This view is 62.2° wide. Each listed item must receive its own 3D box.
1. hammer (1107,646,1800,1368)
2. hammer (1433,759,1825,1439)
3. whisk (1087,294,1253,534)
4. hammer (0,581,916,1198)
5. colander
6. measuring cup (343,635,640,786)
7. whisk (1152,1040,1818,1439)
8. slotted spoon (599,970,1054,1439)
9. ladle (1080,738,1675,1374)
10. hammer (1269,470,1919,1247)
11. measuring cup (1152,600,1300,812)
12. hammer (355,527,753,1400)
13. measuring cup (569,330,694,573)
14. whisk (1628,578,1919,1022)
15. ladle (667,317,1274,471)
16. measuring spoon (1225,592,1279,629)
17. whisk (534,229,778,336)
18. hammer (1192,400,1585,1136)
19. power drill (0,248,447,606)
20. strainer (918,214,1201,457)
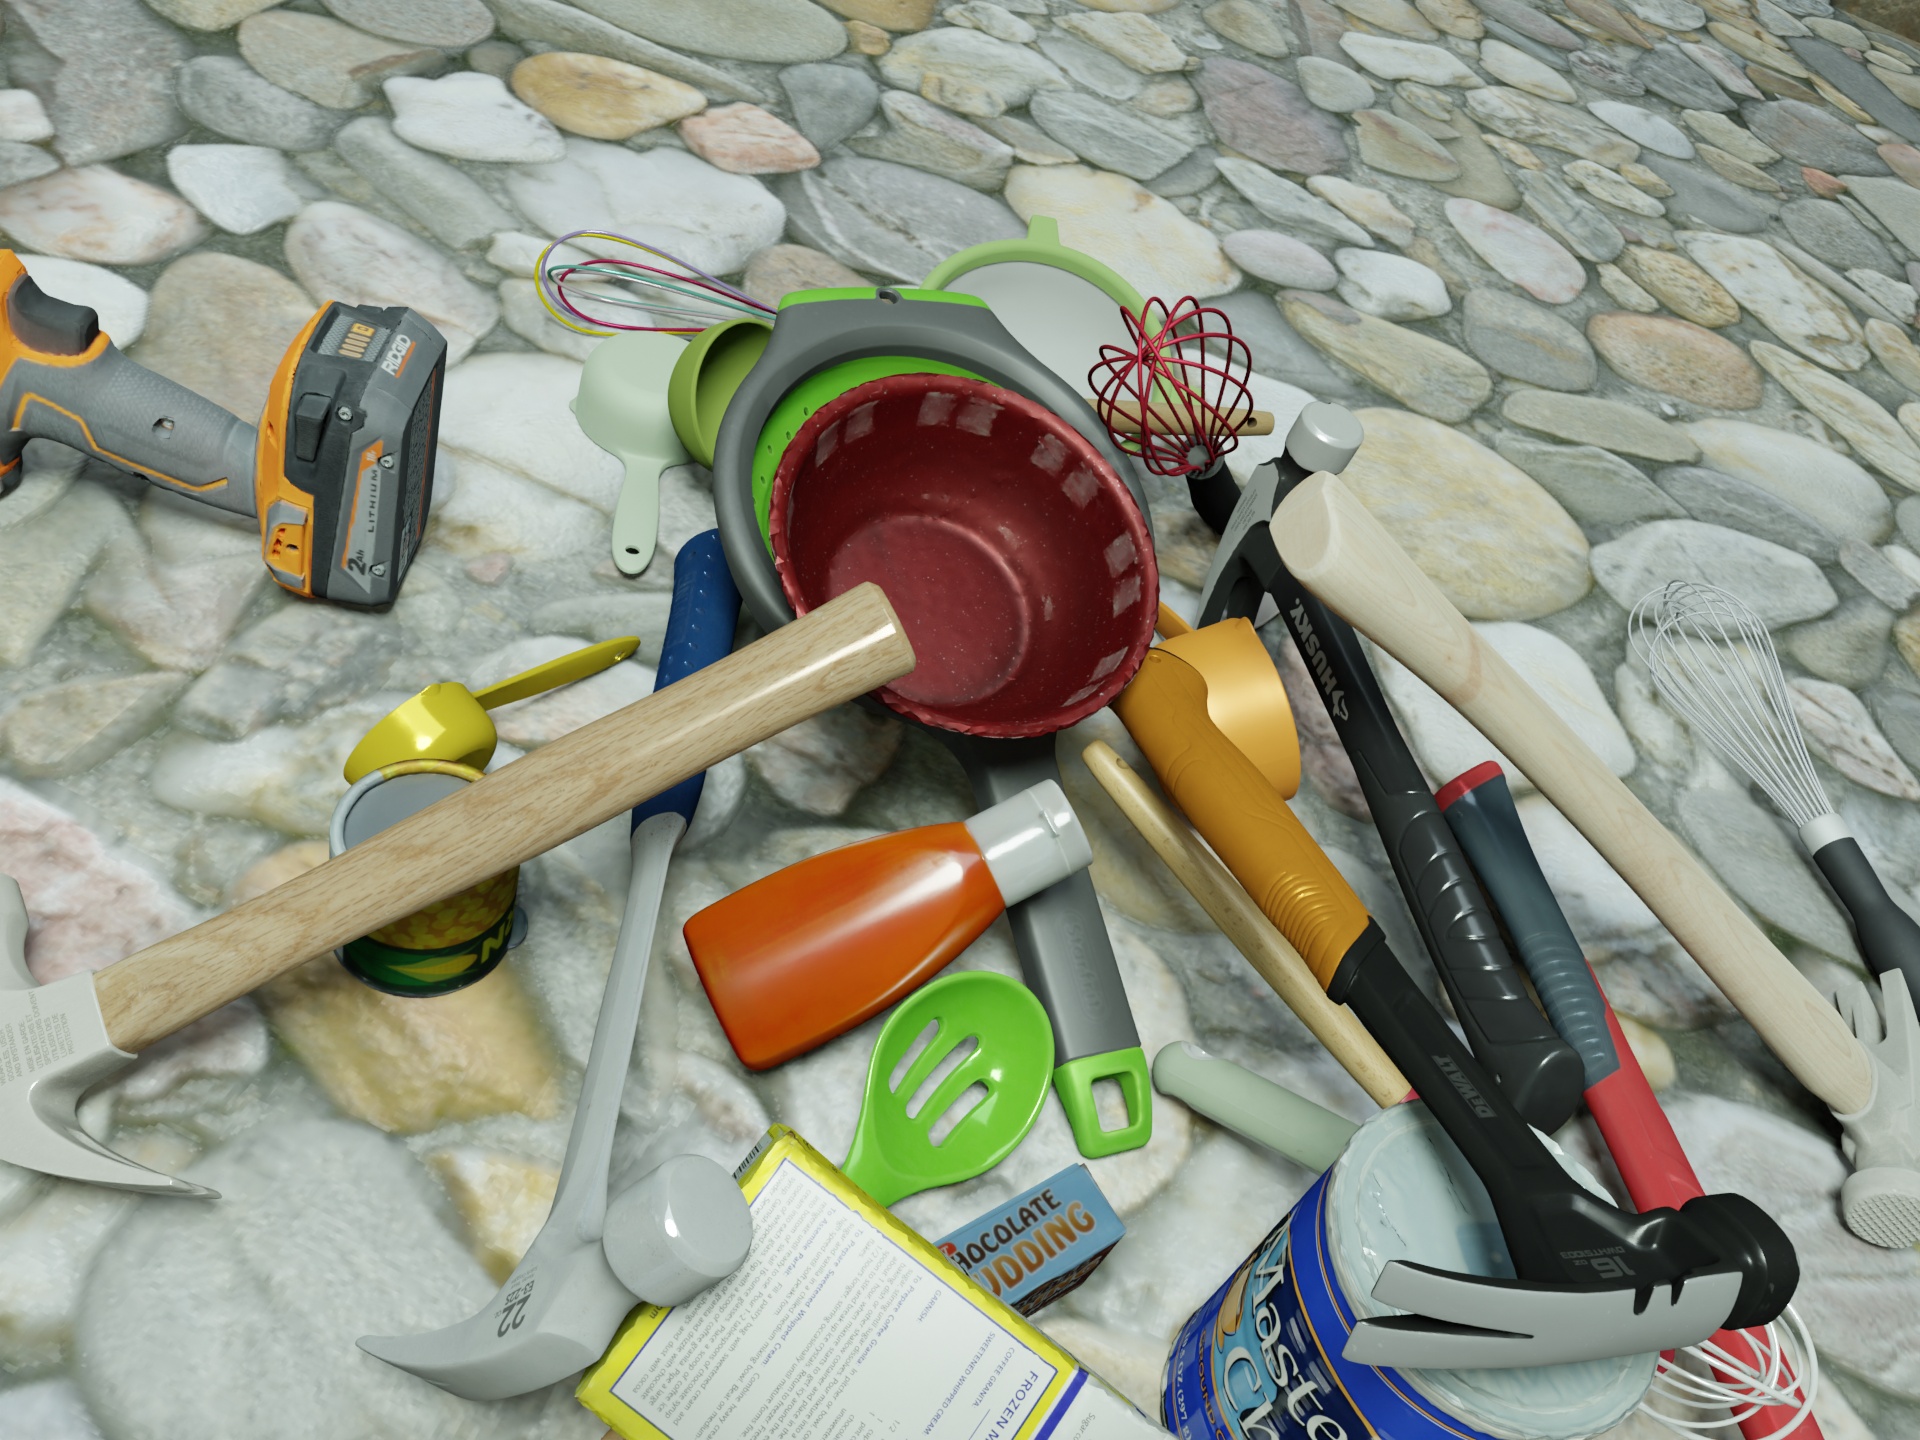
[{"bbox_3d":[0.113,0.066,0.530,0.127,0.034,0.337,2,30,-20],"label":"hammer"},{"bbox_3d":[0.286,0.167,0.658,0.143,0.038,0.387,25,35,-28],"label":"hammer"},{"bbox_3d":[0.114,-0.134,0.771,0.073,0.073,0.295,38,4,16],"label":"whisk"},{"bbox_3d":[-0.166,0.043,0.516,0.331,0.031,0.130,-27,68,-6],"label":"hammer"},{"bbox_3d":[-0.001,-0.002,0.700,0.204,0.094,0.397,-6,68,-25],"label":"colander"},{"bbox_3d":[-0.179,-0.002,0.651,0.029,0.062,0.156,48,38,9],"label":"measuring cup"},{"bbox_3d":[0.171,0.174,0.564,0.246,0.059,0.057,22,3,36],"label":"whisk"},{"bbox_3d":[-0.070,0.191,0.509,0.314,0.031,0.070,-42,101,-39],"label":"slotted spoon"},{"bbox_3d":[0.154,0.128,0.624,0.315,0.031,0.069,49,34,10],"label":"ladle"},{"bbox_3d":[0.283,0.043,0.678,0.410,0.038,0.146,43,41,-12],"label":"hammer"},{"bbox_3d":[0.101,-0.017,0.761,0.052,0.095,0.174,-18,31,-9],"label":"measuring cup"},{"bbox_3d":[-0.118,0.052,0.588,0.035,0.144,0.406,40,27,-27],"label":"hammer"},{"bbox_3d":[-0.156,-0.138,0.791,0.083,0.038,0.168,9,43,-14],"label":"measuring cup"},{"bbox_3d":[0.447,0.034,0.851,0.070,0.070,0.285,-1,53,-22],"label":"whisk"},{"bbox_3d":[0.014,-0.155,0.801,0.320,0.078,0.062,0,13,-14],"label":"ladle"},{"bbox_3d":[0.183,-0.075,0.885,0.034,0.018,0.124,41,54,19],"label":"measuring spoon"},{"bbox_3d":[-0.115,-0.222,0.894,0.245,0.051,0.047,9,72,-19],"label":"whisk"},{"bbox_3d":[0.186,0.025,0.707,0.035,0.146,0.335,0,53,-21],"label":"hammer"},{"bbox_3d":[-0.331,-0.141,0.639,0.226,0.164,0.084,14,44,-11],"label":"power drill"},{"bbox_3d":[-0.003,-0.161,0.868,0.256,0.069,0.151,-34,79,-22],"label":"strainer"}]
